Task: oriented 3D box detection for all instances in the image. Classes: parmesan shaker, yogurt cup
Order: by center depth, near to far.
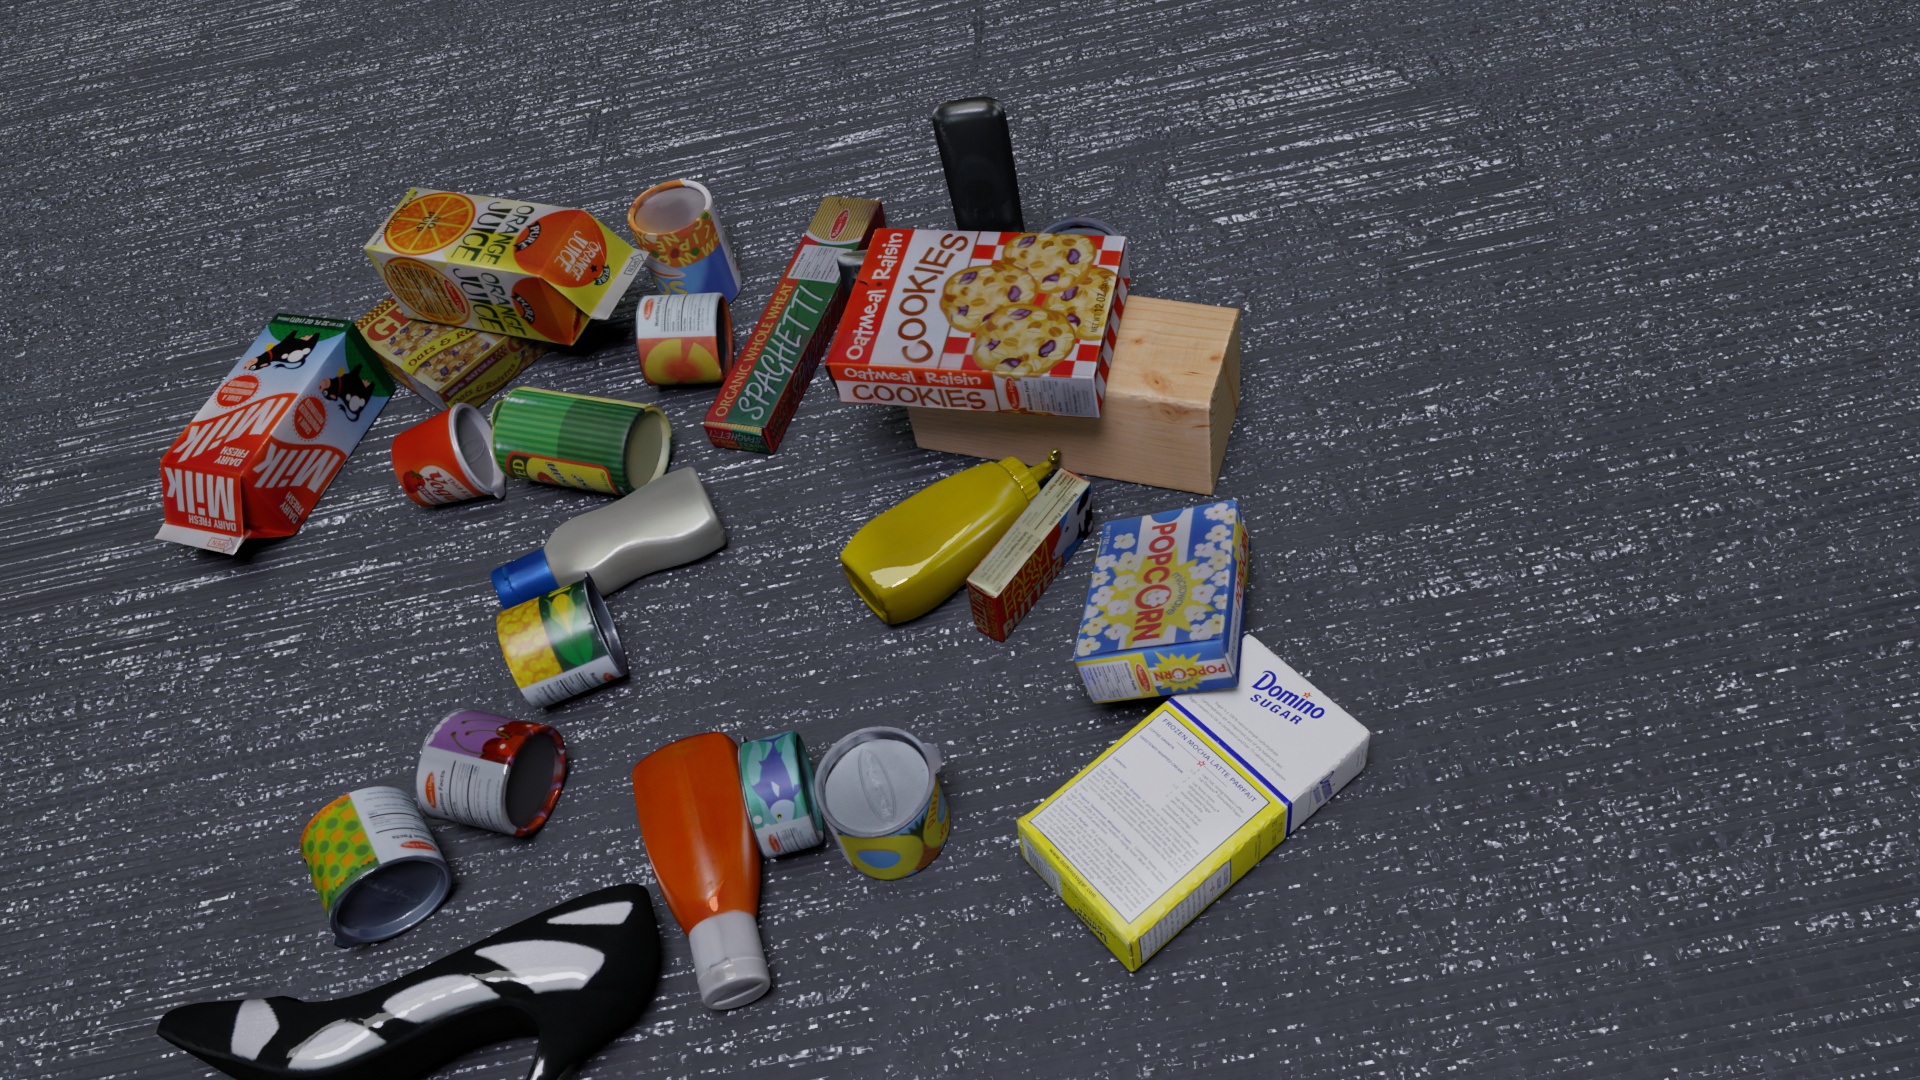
[{"bbox_3d":[-0.263,-0.069,0.963,0.103,0.071,0.072,9,55,17],"label":"parmesan shaker"},{"bbox_3d":[-0.362,-0.057,0.978,0.054,0.072,0.073,-18,51,7],"label":"yogurt cup"}]

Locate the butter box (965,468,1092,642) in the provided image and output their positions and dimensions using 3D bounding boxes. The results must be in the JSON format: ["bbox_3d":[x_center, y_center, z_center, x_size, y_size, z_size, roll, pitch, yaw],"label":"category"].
[{"bbox_3d":[0.044,0.009,0.857,0.024,0.053,0.104,28,63,25],"label":"butter box"}]

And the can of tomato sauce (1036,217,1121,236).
[{"bbox_3d":[0.083,-0.171,0.970,0.071,0.082,0.071,-5,52,7],"label":"can of tomato sauce"}]

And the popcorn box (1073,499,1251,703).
[{"bbox_3d":[0.119,0.034,0.801,0.085,0.038,0.127,-11,35,23],"label":"popcorn box"}]

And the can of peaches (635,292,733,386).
[{"bbox_3d":[-0.200,-0.145,1.014,0.058,0.071,0.071,-3,52,2],"label":"can of peaches"}]

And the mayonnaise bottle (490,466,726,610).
[{"bbox_3d":[-0.233,0.006,0.920,0.148,0.041,0.065,-25,51,-7],"label":"mayonnaise bottle"}]

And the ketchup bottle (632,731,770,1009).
[{"bbox_3d":[-0.138,0.180,0.763,0.065,0.043,0.149,-23,52,1],"label":"ketchup bottle"}]

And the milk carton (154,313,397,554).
[{"bbox_3d":[-0.501,-0.071,1.007,0.072,0.073,0.191,9,55,17],"label":"milk carton"}]

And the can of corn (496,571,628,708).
[{"bbox_3d":[-0.247,0.062,0.860,0.058,0.070,0.071,-22,52,-6],"label":"can of corn"}]

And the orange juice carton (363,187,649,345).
[{"bbox_3d":[-0.329,-0.201,1.027,0.193,0.072,0.072,11,56,16],"label":"orange juice carton"}]

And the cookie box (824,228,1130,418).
[{"bbox_3d":[0.013,-0.140,0.870,0.167,0.040,0.123,5,55,15],"label":"cookie box"}]

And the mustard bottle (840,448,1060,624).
[{"bbox_3d":[0.003,-0.011,0.883,0.161,0.048,0.065,-33,54,-16],"label":"mustard bottle"}]

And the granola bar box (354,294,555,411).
[{"bbox_3d":[-0.374,-0.180,1.091,0.124,0.039,0.166,31,64,28],"label":"granola bar box"}]

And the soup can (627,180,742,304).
[{"bbox_3d":[-0.213,-0.222,1.065,0.071,0.083,0.072,-5,52,7],"label":"soup can"}]

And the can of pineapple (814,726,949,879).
[{"bbox_3d":[-0.040,0.145,0.763,0.071,0.057,0.071,-5,52,7],"label":"can of pineapple"}]

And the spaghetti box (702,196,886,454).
[{"bbox_3d":[-0.120,-0.166,1.039,0.050,0.028,0.251,9,55,17],"label":"spaghetti box"}]

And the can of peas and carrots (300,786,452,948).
[{"bbox_3d":[-0.331,0.184,0.783,0.071,0.070,0.059,-34,53,-15],"label":"can of peas and carrots"}]

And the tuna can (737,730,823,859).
[{"bbox_3d":[-0.100,0.139,0.774,0.033,0.070,0.071,-14,51,-2],"label":"tuna can"}]

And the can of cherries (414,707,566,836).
[{"bbox_3d":[-0.272,0.134,0.811,0.058,0.071,0.072,7,54,16],"label":"can of cherries"}]
